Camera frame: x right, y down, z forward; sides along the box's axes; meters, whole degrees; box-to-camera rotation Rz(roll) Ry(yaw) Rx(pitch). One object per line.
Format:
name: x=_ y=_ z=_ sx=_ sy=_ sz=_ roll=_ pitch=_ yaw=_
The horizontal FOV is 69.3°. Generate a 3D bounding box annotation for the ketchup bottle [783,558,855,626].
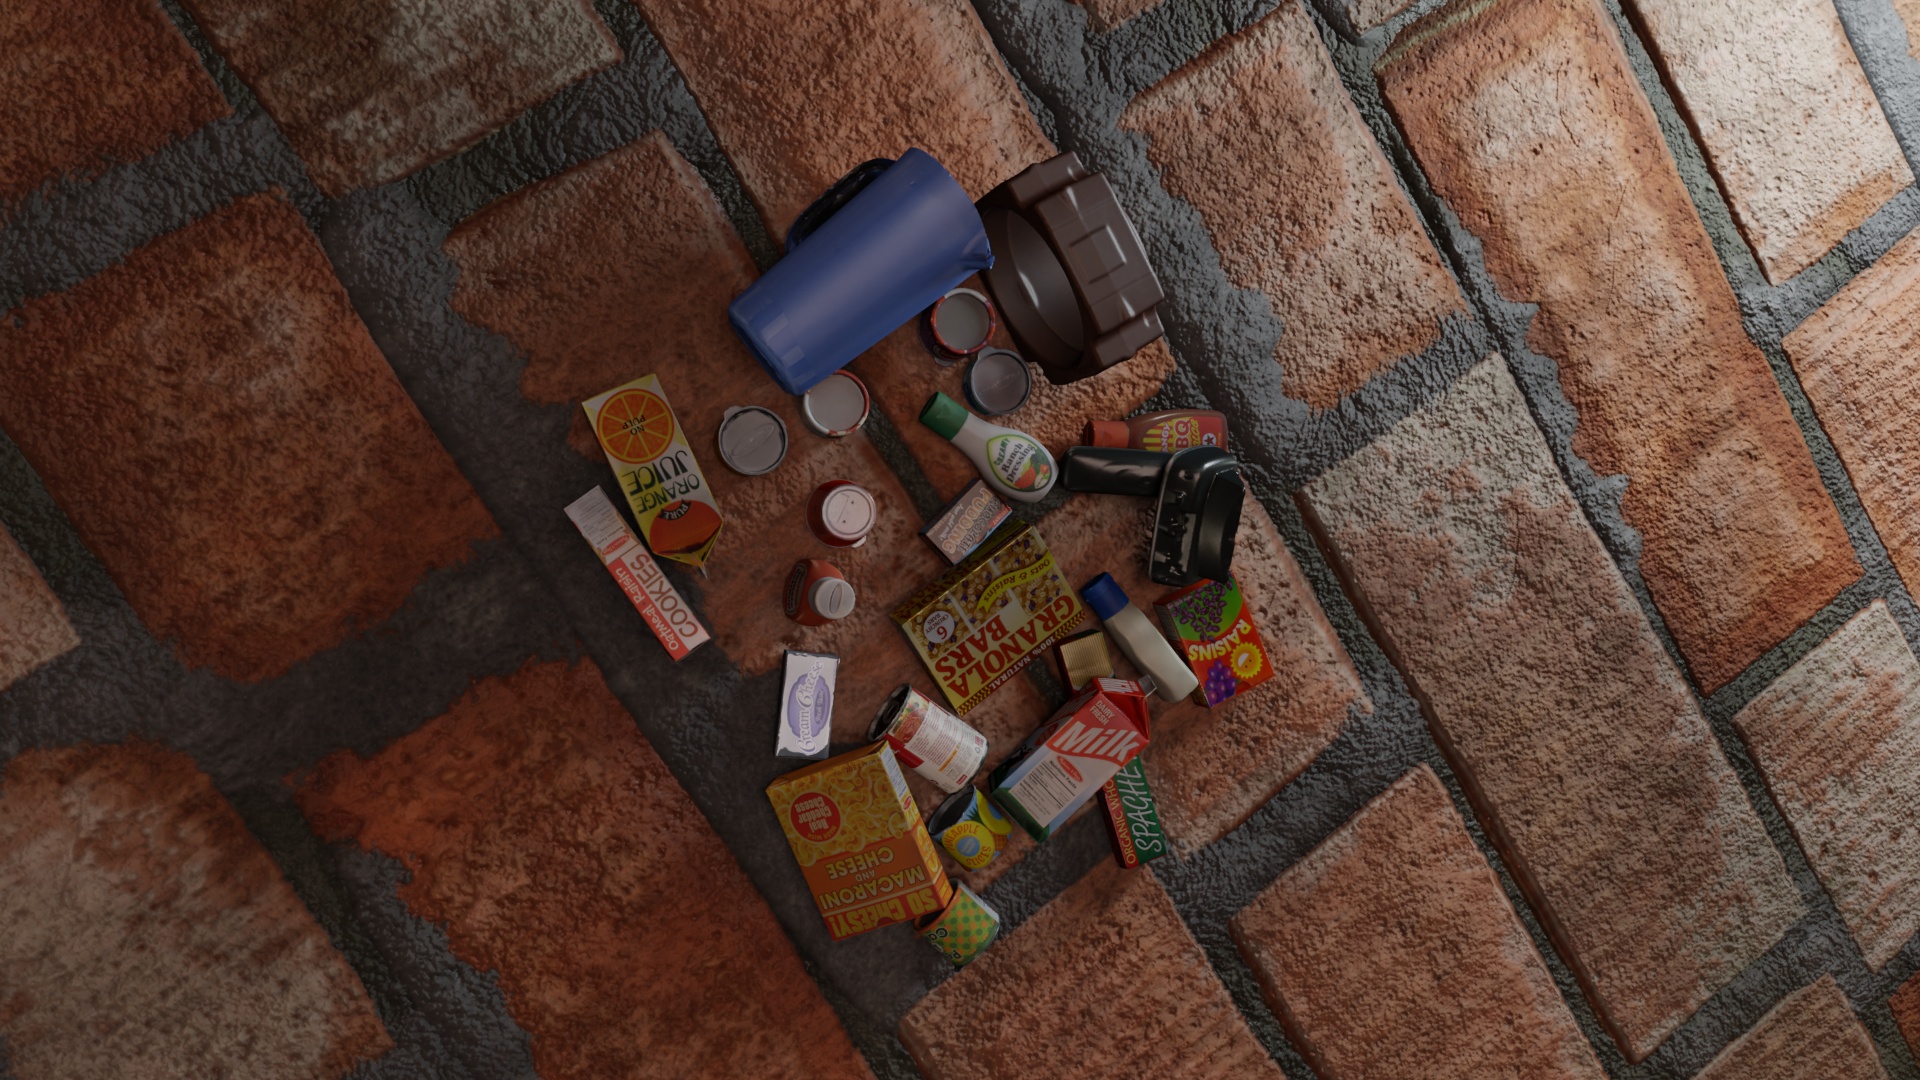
ketchup bottle: x=-0.131 y=0.051 z=1.295 sx=0.043 sy=0.148 sz=0.064 roll=15 pitch=86 yaw=-17

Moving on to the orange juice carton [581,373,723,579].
orange juice carton: x=-0.279 y=-0.052 z=1.294 sx=0.073 sy=0.072 sz=0.192 roll=-26 pitch=96 yaw=-14

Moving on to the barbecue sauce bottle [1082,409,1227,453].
barbecue sauce bottle: x=0.202 y=-0.105 z=1.446 sx=0.149 sy=0.044 sz=0.064 roll=0 pitch=97 yaw=-16

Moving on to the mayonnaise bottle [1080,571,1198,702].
mayonnaise bottle: x=0.182 y=0.099 z=1.431 sx=0.041 sy=0.064 sz=0.148 roll=-40 pitch=96 yaw=-10

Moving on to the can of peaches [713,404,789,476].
can of peaches: x=-0.202 y=-0.096 z=1.323 sx=0.071 sy=0.058 sz=0.071 roll=0 pitch=90 yaw=-15

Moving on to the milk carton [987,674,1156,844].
milk carton: x=0.121 y=0.204 z=1.380 sx=0.190 sy=0.072 sz=0.073 roll=-44 pitch=94 yaw=4

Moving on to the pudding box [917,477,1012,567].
pudding box: x=0.005 y=-0.018 z=1.396 sx=0.084 sy=0.030 sz=0.049 roll=-45 pitch=102 yaw=-11

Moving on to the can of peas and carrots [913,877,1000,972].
can of peas and carrots: x=-0.005 y=0.379 z=1.372 sx=0.058 sy=0.071 sz=0.071 roll=45 pitch=79 yaw=-11

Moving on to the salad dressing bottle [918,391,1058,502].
salad dressing bottle: x=0.028 y=-0.095 z=1.396 sx=0.147 sy=0.044 sz=0.064 roll=33 pitch=83 yaw=-13

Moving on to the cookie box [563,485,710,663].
cookie box: x=-0.296 y=0.030 z=1.262 sx=0.040 sy=0.123 sz=0.167 roll=-36 pitch=99 yaw=-12

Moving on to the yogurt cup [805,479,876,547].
yogurt cup: x=-0.113 y=-0.027 z=1.350 sx=0.072 sy=0.054 sz=0.072 roll=0 pitch=89 yaw=-15

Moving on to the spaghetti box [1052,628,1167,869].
spaghetti box: x=0.155 y=0.217 z=1.438 sx=0.050 sy=0.028 sz=0.249 roll=-18 pitch=94 yaw=-14

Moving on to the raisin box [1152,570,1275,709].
raisin box: x=0.268 y=0.104 z=1.466 sx=0.086 sy=0.040 sz=0.123 roll=-25 pitch=97 yaw=-15

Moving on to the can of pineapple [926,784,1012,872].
can of pineapple: x=0.009 y=0.286 z=1.376 sx=0.058 sy=0.071 sz=0.071 roll=46 pitch=79 yaw=-11

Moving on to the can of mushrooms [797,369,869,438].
can of mushrooms: x=-0.122 y=-0.135 z=1.359 sx=0.071 sy=0.033 sz=0.071 roll=0 pitch=89 yaw=-15

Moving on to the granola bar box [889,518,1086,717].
granola bar box: x=0.029 y=0.076 z=1.384 sx=0.166 sy=0.039 sz=0.124 roll=-37 pitch=115 yaw=-13

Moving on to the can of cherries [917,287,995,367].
can of cherries: x=-0.004 y=-0.211 z=1.380 sx=0.071 sy=0.058 sz=0.071 roll=0 pitch=89 yaw=-16

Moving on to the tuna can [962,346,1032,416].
tuna can: x=0.036 y=-0.161 z=1.404 sx=0.071 sy=0.033 sz=0.071 roll=0 pitch=90 yaw=-16

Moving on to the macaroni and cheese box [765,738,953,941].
macaroni and cheese box: x=-0.097 y=0.290 z=1.333 sx=0.123 sy=0.040 sz=0.166 roll=-21 pitch=96 yaw=16

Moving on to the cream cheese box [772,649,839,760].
cream cheese box: x=-0.151 y=0.160 z=1.354 sx=0.053 sy=0.024 sz=0.104 roll=7 pitch=88 yaw=-15
